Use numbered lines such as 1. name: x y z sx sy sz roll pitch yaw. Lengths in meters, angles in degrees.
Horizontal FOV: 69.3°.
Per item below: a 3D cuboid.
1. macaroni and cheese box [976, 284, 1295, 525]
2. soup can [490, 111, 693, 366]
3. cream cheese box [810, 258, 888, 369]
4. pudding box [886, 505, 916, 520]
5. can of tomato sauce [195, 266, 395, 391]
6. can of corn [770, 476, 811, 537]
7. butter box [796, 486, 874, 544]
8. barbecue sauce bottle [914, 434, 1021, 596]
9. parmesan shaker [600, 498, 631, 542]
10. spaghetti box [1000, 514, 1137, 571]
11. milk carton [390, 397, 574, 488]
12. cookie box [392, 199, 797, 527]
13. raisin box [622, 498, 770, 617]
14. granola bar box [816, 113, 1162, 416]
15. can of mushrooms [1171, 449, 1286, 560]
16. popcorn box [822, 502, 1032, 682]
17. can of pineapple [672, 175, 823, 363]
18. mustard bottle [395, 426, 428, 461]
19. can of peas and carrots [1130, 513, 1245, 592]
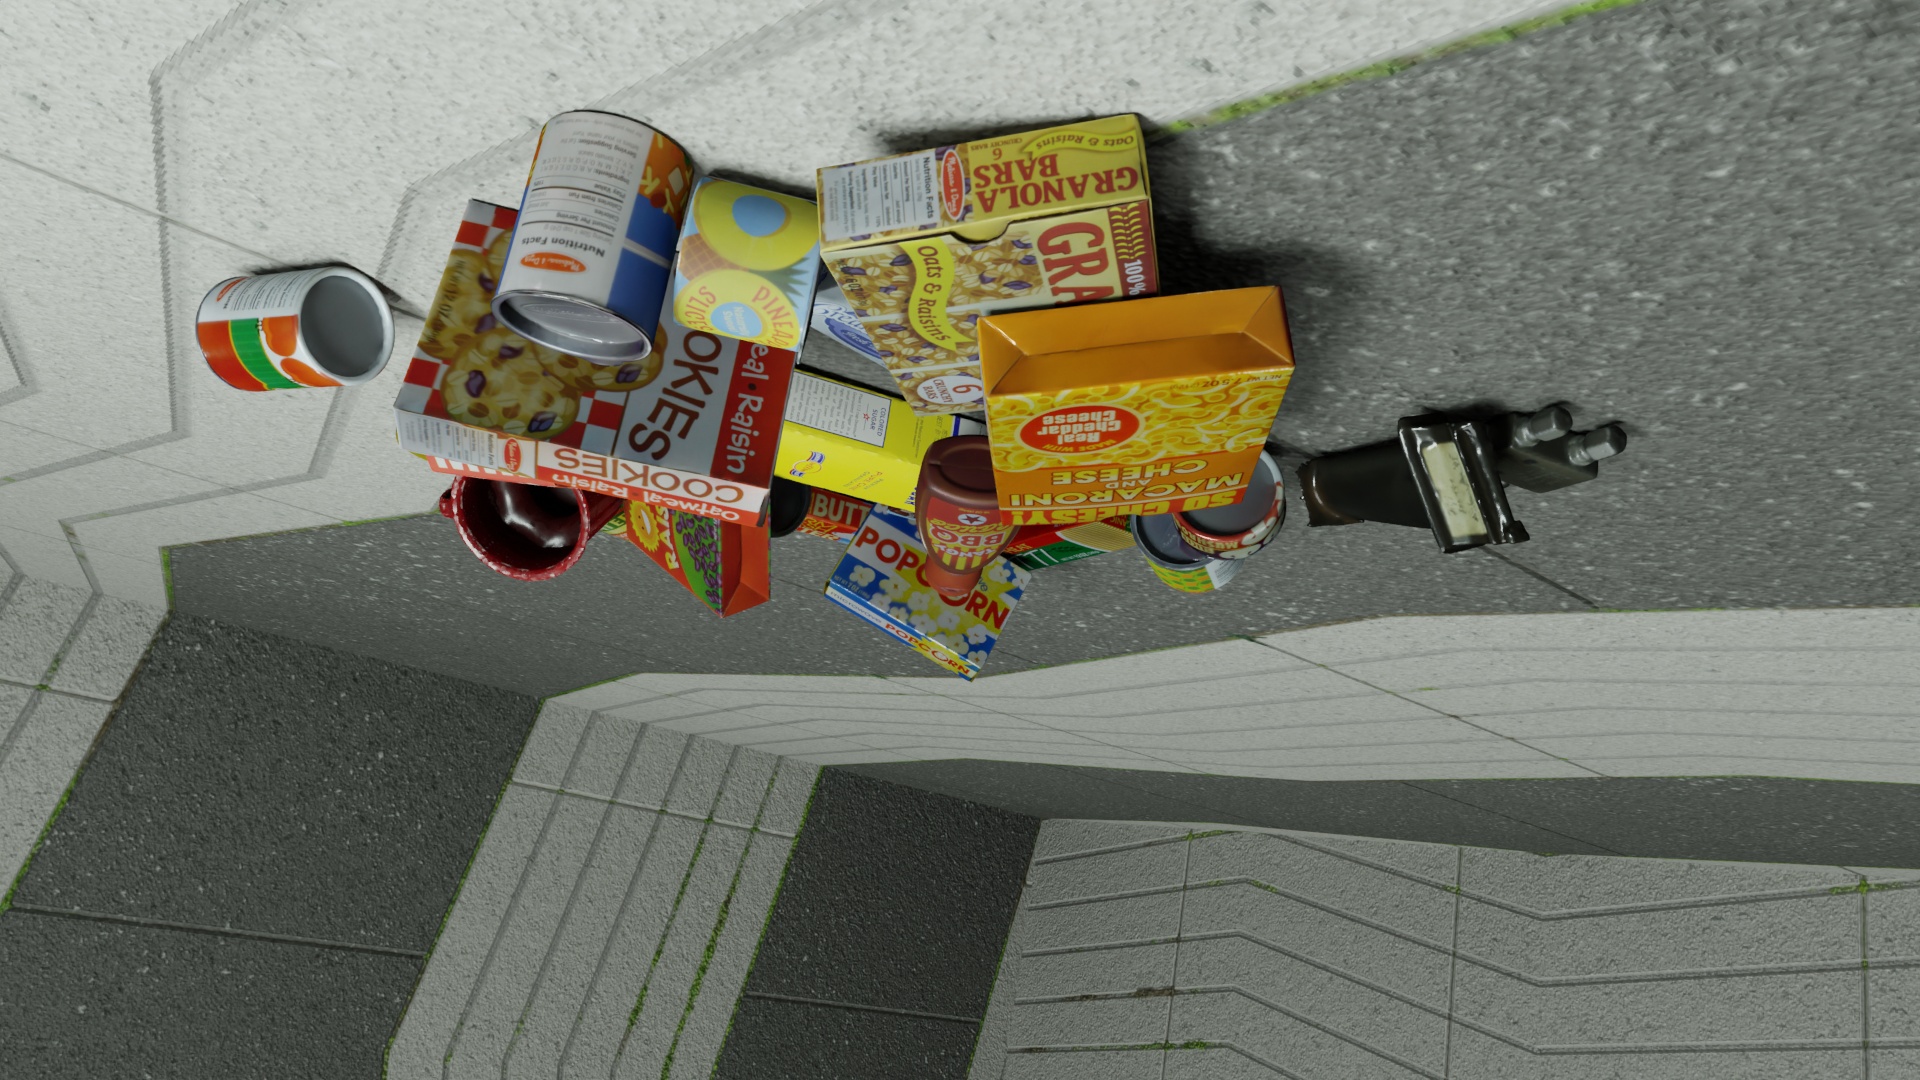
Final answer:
1. macaroni and cheese box: 0.074 -0.053 0.626 0.124 0.040 0.166 -6 162 2
2. soup can: -0.153 -0.125 0.584 0.071 0.084 0.071 9 164 3
3. cream cheese box: -0.036 -0.110 0.683 0.053 0.024 0.104 -6 158 41
4. pudding box: -0.003 -0.027 0.947 0.084 0.030 0.049 15 164 -19
5. can of tomato sauce: -0.371 -0.117 0.780 0.083 0.071 0.071 1 162 28
6. can of corn: -0.147 -0.032 0.945 0.071 0.071 0.058 23 160 -40
7. butter box: -0.099 -0.019 1.048 0.103 0.024 0.053 16 164 -21
8. barbecue sauce bottle: 0.003 -0.010 0.819 0.065 0.044 0.148 6 156 -4
9. parmesan shaker: -0.225 -0.029 1.011 0.071 0.071 0.103 -3 160 39
10. spaghetti box: 0.046 0.000 1.017 0.050 0.029 0.249 19 162 -28
11. milk carton: -0.222 -0.067 0.755 0.072 0.073 0.191 7 -177 12
12. cookie box: -0.164 -0.083 0.660 0.167 0.123 0.040 13 149 -11
13. raisin box: -0.172 -0.017 0.893 0.040 0.085 0.123 -20 -143 -35
14. granola bar box: 0.022 -0.106 0.583 0.124 0.039 0.165 -7 162 9
15. can of mushrooms: 0.151 -0.022 0.794 0.071 0.071 0.033 5 162 15
16. popcorn box: -0.023 0.032 0.996 0.127 0.085 0.038 31 155 -1
17. can of pineapple: -0.090 -0.118 0.600 0.058 0.071 0.071 12 164 -7
18. mustard bottle: -0.322 -0.086 0.896 0.065 0.049 0.160 17 162 -26
19. can of peas and carrots: 0.142 -0.007 0.868 0.071 0.071 0.058 4 164 19
